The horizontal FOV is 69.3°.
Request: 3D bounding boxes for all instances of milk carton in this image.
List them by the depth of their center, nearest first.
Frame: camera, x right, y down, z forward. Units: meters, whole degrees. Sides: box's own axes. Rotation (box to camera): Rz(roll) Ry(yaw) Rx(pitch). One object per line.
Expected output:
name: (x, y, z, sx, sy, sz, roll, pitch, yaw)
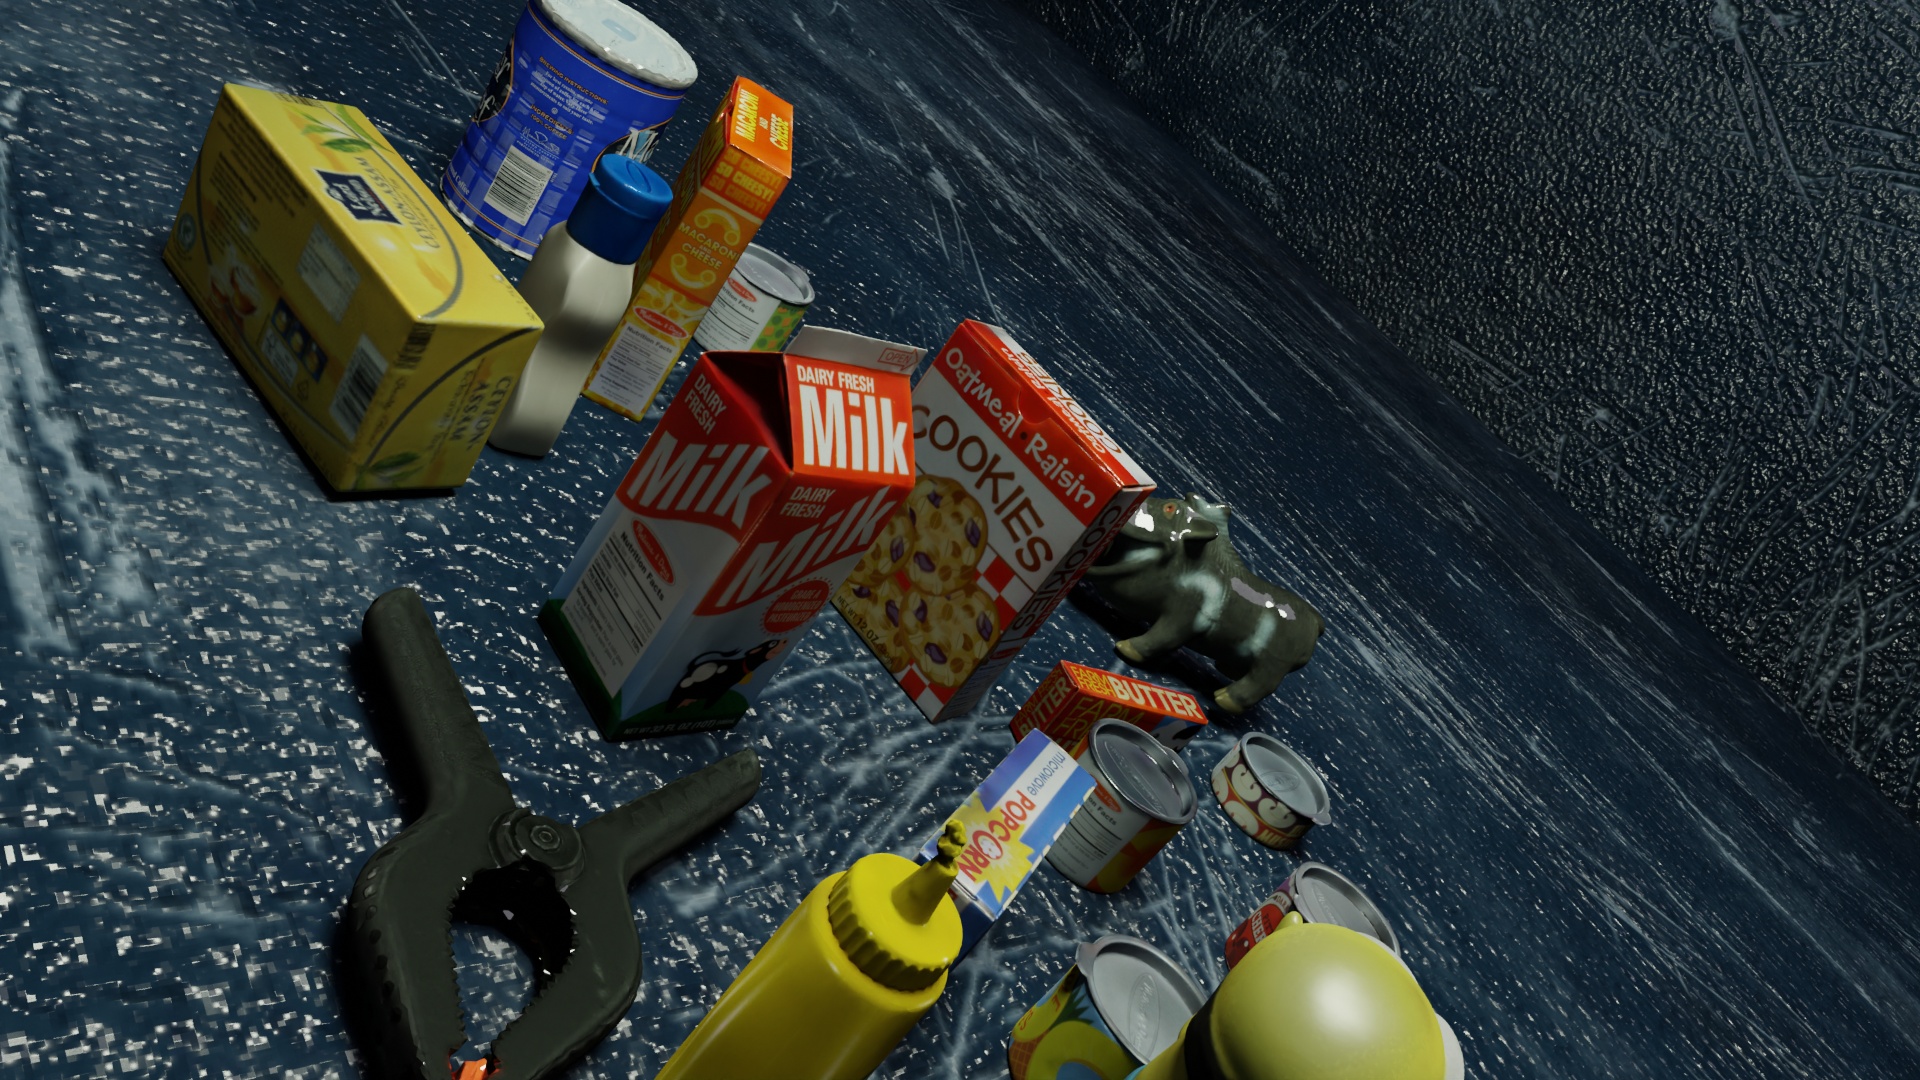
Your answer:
milk carton: (-0.088, -0.009, 0.567, 0.072, 0.189, 0.073, 2, 42, -51)

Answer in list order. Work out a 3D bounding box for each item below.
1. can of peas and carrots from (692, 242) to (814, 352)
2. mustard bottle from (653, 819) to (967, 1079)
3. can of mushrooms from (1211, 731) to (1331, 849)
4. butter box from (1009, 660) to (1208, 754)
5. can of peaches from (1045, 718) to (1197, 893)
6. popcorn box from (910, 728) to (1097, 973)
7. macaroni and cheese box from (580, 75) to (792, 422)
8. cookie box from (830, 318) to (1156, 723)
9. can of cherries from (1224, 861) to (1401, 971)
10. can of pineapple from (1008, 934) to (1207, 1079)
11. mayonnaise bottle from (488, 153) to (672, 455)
can of peas and carrots: (-0.137, -0.153, 0.902, 0.071, 0.058, 0.071, 30, 26, -16)
mustard bottle: (-0.042, 0.139, 0.410, 0.049, 0.159, 0.065, 41, 25, 8)
can of mushrooms: (0.187, 0.152, 0.835, 0.071, 0.033, 0.071, 30, 26, -16)
butter box: (0.082, 0.100, 0.764, 0.103, 0.053, 0.024, 18, 31, -35)
can of peaches: (0.076, 0.133, 0.695, 0.071, 0.058, 0.071, 30, 26, -16)
popcorn box: (0.000, 0.136, 0.559, 0.038, 0.085, 0.127, 41, 25, 8)
macaroni and cheese box: (-0.152, -0.165, 0.776, 0.040, 0.165, 0.124, 27, 27, -22)
cookie box: (0.003, -0.009, 0.711, 0.123, 0.166, 0.040, 48, 27, 22)
can of cherries: (0.175, 0.205, 0.699, 0.071, 0.058, 0.072, 30, 26, -16)
can of pineapple: (0.060, 0.201, 0.558, 0.071, 0.057, 0.071, 30, 26, -16)
mayonnaise bottle: (-0.187, -0.113, 0.665, 0.041, 0.147, 0.065, 13, 34, -42)
